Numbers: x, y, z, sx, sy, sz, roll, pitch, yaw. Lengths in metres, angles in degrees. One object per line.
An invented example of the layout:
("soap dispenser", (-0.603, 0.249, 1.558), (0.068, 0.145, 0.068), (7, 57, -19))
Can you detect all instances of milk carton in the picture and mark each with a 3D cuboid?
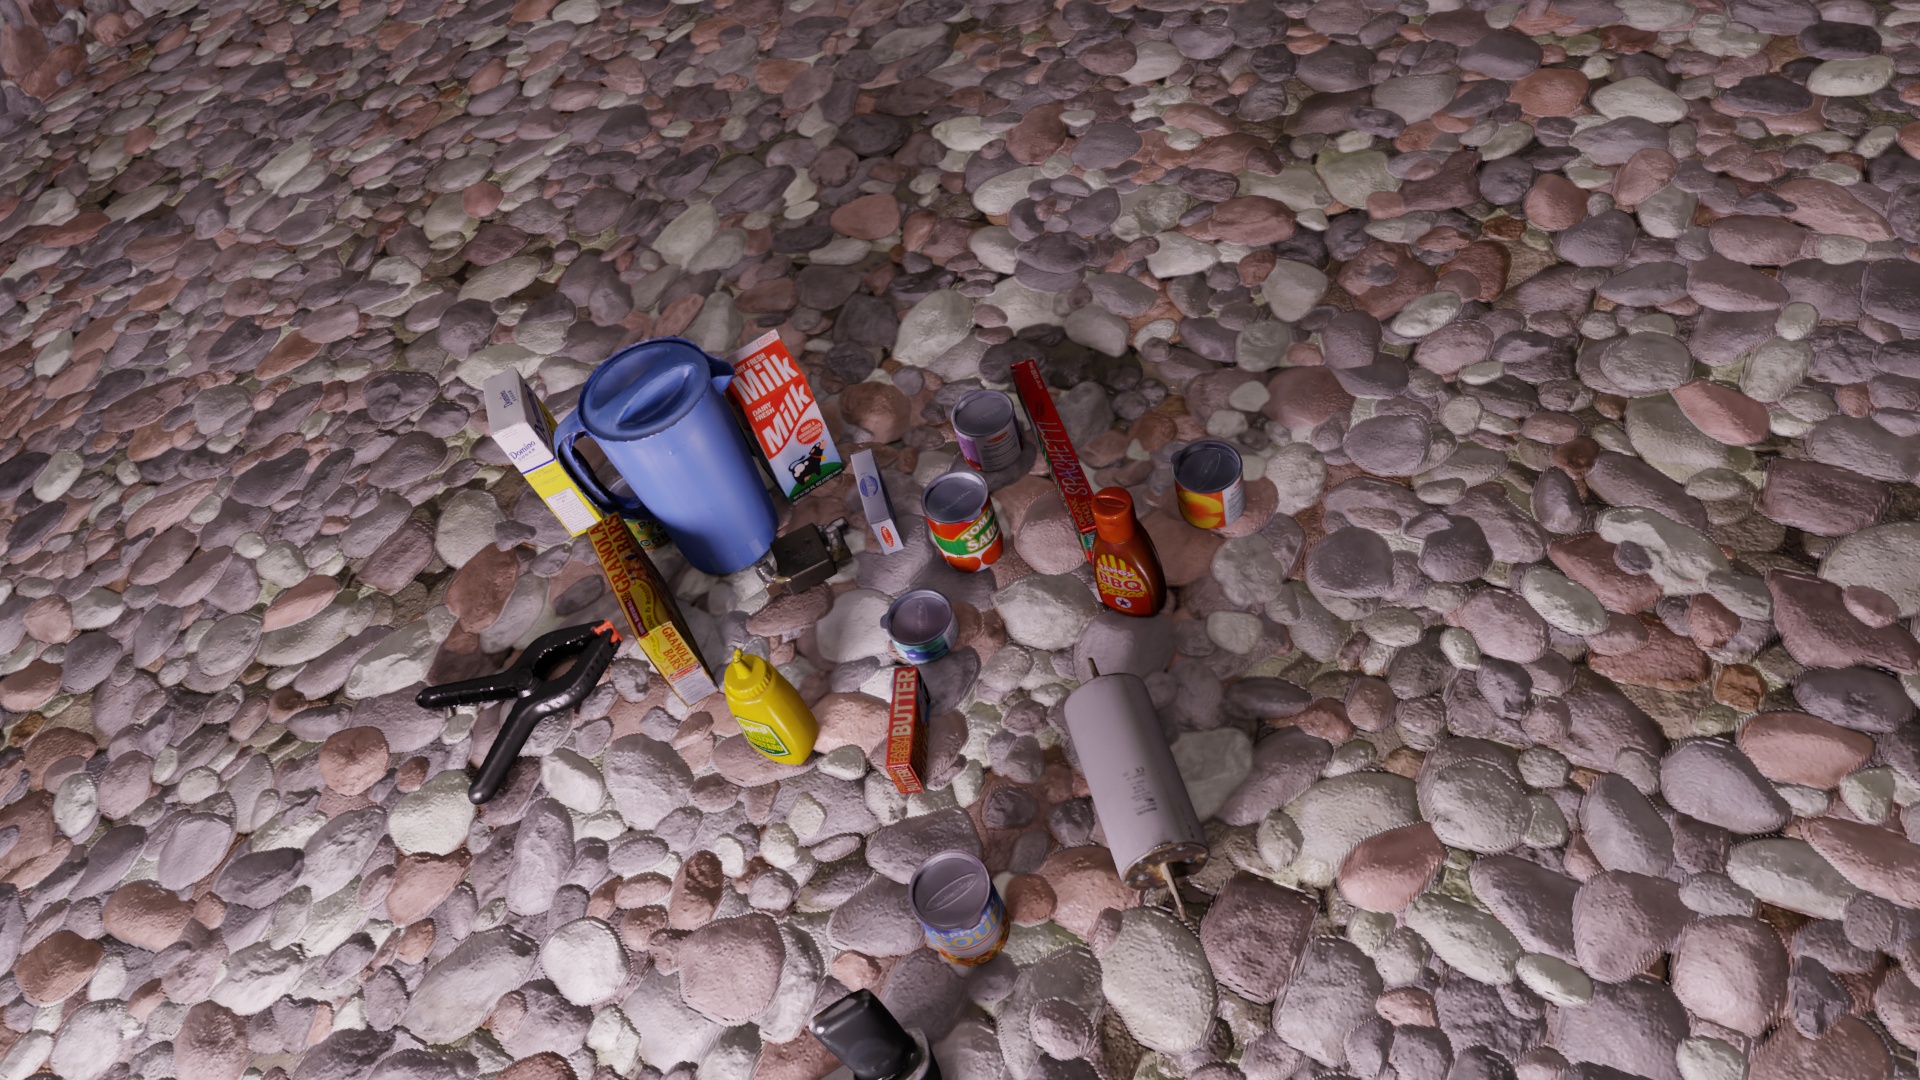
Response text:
("milk carton", (-0.191, -0.135, 1.440), (0.072, 0.189, 0.074), (-34, 51, -11))

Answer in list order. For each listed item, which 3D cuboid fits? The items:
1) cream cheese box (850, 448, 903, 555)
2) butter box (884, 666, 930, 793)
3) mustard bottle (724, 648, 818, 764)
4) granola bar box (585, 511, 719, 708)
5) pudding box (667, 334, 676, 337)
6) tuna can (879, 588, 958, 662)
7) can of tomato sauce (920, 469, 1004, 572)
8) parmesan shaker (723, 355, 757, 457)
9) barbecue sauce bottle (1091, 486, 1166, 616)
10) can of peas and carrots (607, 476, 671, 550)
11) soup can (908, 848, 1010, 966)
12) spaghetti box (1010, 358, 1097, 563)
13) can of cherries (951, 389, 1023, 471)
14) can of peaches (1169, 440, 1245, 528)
("cream cheese box", (-0.086, -0.040, 1.424), (0.024, 0.053, 0.104), (-19, 50, 1))
("butter box", (-0.046, 0.170, 1.246), (0.024, 0.053, 0.104), (-6, 51, 12))
("mustard bottle", (-0.176, 0.143, 1.236), (0.065, 0.159, 0.049), (11, 57, 24))
("granola bar box", (-0.301, 0.068, 1.355), (0.039, 0.123, 0.166), (-30, 51, -8))
("pudding box", (-0.364, -0.203, 1.635), (0.084, 0.049, 0.030), (-23, 50, -2))
("tuna can", (-0.039, 0.082, 1.327), (0.071, 0.032, 0.071), (-8, 51, 10))
("can of tomato sauce", (0.005, -0.017, 1.360), (0.071, 0.082, 0.071), (-8, 51, 10))
("parmesan shaker", (-0.228, -0.146, 1.517), (0.071, 0.102, 0.072), (-8, 51, 10))
("barbecue sauce bottle", (0.147, 0.010, 1.254), (0.065, 0.148, 0.044), (14, 58, 26))
("can of peas and carrots", (-0.338, -0.030, 1.486), (0.071, 0.058, 0.071), (-8, 51, 10))
("soup can", (0.001, 0.297, 1.111), (0.071, 0.083, 0.072), (-8, 51, 10))
("spaghetti box", (0.100, -0.084, 1.407), (0.029, 0.050, 0.251), (-20, 50, 1))
("can of cherries", (0.028, -0.116, 1.447), (0.071, 0.058, 0.072), (-8, 51, 10))
("can of peaches", (0.238, -0.054, 1.337), (0.071, 0.057, 0.071), (-8, 51, 10))
